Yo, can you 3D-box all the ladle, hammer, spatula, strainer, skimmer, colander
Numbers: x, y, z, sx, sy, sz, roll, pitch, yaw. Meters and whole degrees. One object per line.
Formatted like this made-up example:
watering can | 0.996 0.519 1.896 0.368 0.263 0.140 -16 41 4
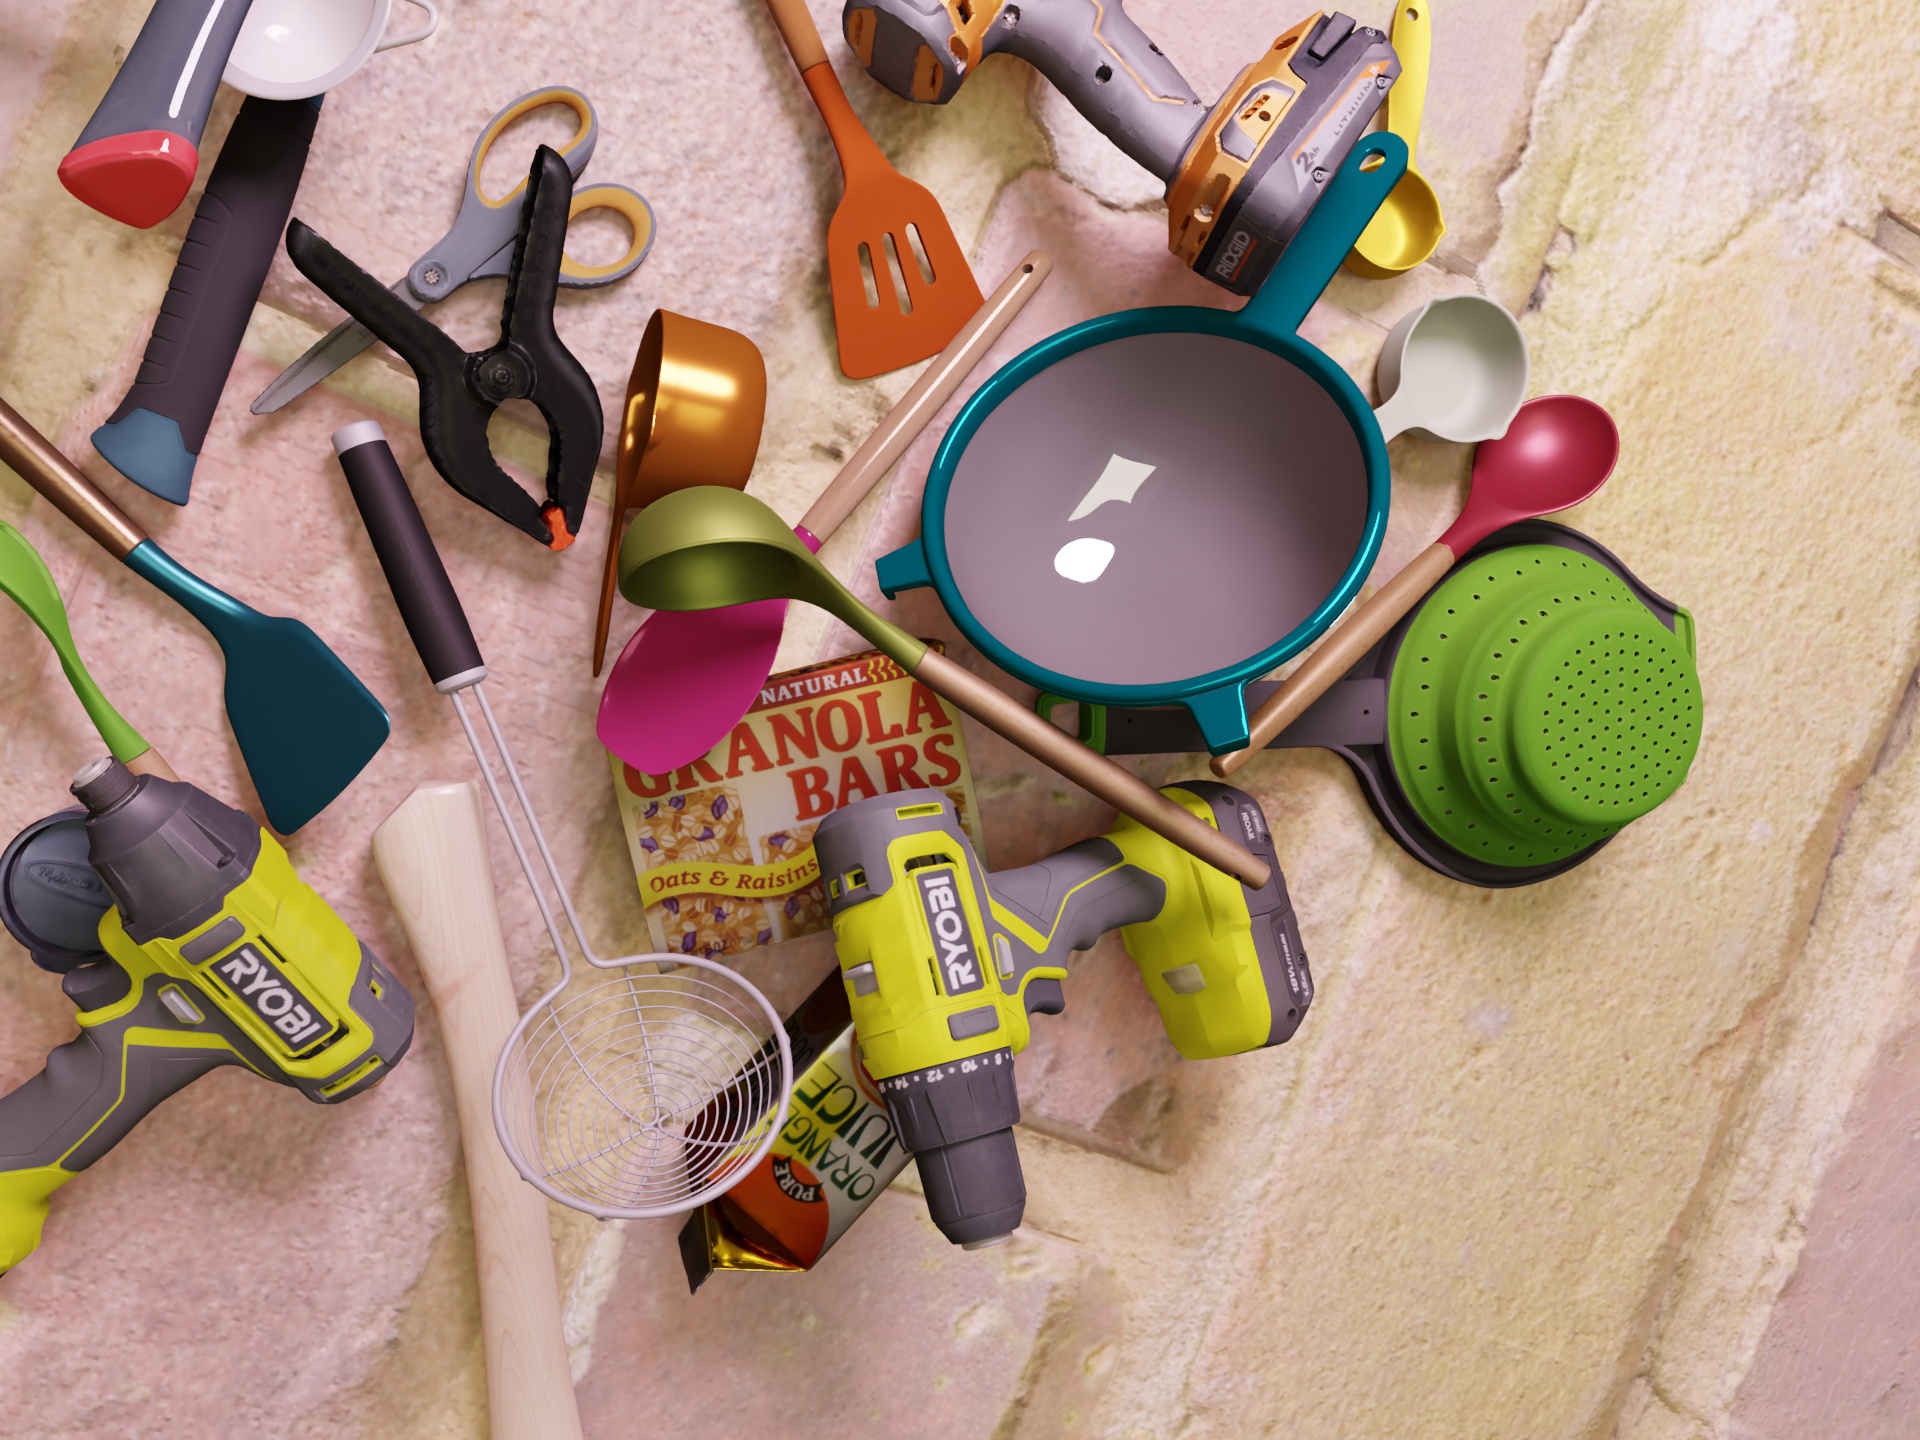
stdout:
ladle | 0.228 -0.069 0.799 0.315 0.069 0.031 -40 148 -24
hammer | -0.294 -0.253 0.679 0.128 0.033 0.331 21 90 -15
spatula | -0.372 -0.088 0.668 0.082 0.044 0.317 -40 104 20
strainer | 0.128 -0.135 0.768 0.211 0.095 0.340 27 72 24
skimmer | -0.187 0.034 0.682 0.127 0.090 0.363 -23 92 -23
strainer | -0.333 -0.302 0.628 0.258 0.050 0.087 13 86 -8
hammer | -0.203 0.229 0.749 0.146 0.038 0.410 -8 97 -16
spatula | -0.080 -0.321 0.737 0.081 0.041 0.322 -26 97 -13
colander | 0.238 -0.002 0.816 0.397 0.094 0.204 -2 96 -15
hammer | -0.253 -0.366 0.606 0.143 0.038 0.386 16 79 24
ladle | -0.001 -0.002 0.689 0.320 0.078 0.062 32 63 -9

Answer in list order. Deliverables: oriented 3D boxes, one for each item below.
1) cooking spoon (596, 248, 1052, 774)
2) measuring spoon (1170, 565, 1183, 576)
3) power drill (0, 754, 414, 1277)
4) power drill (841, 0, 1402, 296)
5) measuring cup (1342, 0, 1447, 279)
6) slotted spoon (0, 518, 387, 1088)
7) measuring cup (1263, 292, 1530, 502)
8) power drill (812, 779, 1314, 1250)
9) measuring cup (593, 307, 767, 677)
cooking spoon | -0.054 -0.104 0.742 0.069 0.017 0.319 33 76 19
measuring spoon | 0.140 -0.103 0.824 0.034 0.018 0.124 27 81 -3
power drill | -0.365 0.126 0.645 0.223 0.080 0.171 -32 119 -2
power drill | 0.085 -0.324 0.731 0.226 0.084 0.185 33 74 2
measuring cup | 0.223 -0.303 0.825 0.062 0.029 0.156 11 81 -14
slotted spoon | -0.341 0.036 0.688 0.031 0.070 0.313 -37 110 -24
measuring cup | 0.218 -0.158 0.827 0.167 0.038 0.083 -34 103 -8
power drill | 0.052 0.120 0.727 0.228 0.080 0.191 -7 76 -37
measuring cup | -0.130 -0.096 0.724 0.052 0.095 0.173 7 112 -21
